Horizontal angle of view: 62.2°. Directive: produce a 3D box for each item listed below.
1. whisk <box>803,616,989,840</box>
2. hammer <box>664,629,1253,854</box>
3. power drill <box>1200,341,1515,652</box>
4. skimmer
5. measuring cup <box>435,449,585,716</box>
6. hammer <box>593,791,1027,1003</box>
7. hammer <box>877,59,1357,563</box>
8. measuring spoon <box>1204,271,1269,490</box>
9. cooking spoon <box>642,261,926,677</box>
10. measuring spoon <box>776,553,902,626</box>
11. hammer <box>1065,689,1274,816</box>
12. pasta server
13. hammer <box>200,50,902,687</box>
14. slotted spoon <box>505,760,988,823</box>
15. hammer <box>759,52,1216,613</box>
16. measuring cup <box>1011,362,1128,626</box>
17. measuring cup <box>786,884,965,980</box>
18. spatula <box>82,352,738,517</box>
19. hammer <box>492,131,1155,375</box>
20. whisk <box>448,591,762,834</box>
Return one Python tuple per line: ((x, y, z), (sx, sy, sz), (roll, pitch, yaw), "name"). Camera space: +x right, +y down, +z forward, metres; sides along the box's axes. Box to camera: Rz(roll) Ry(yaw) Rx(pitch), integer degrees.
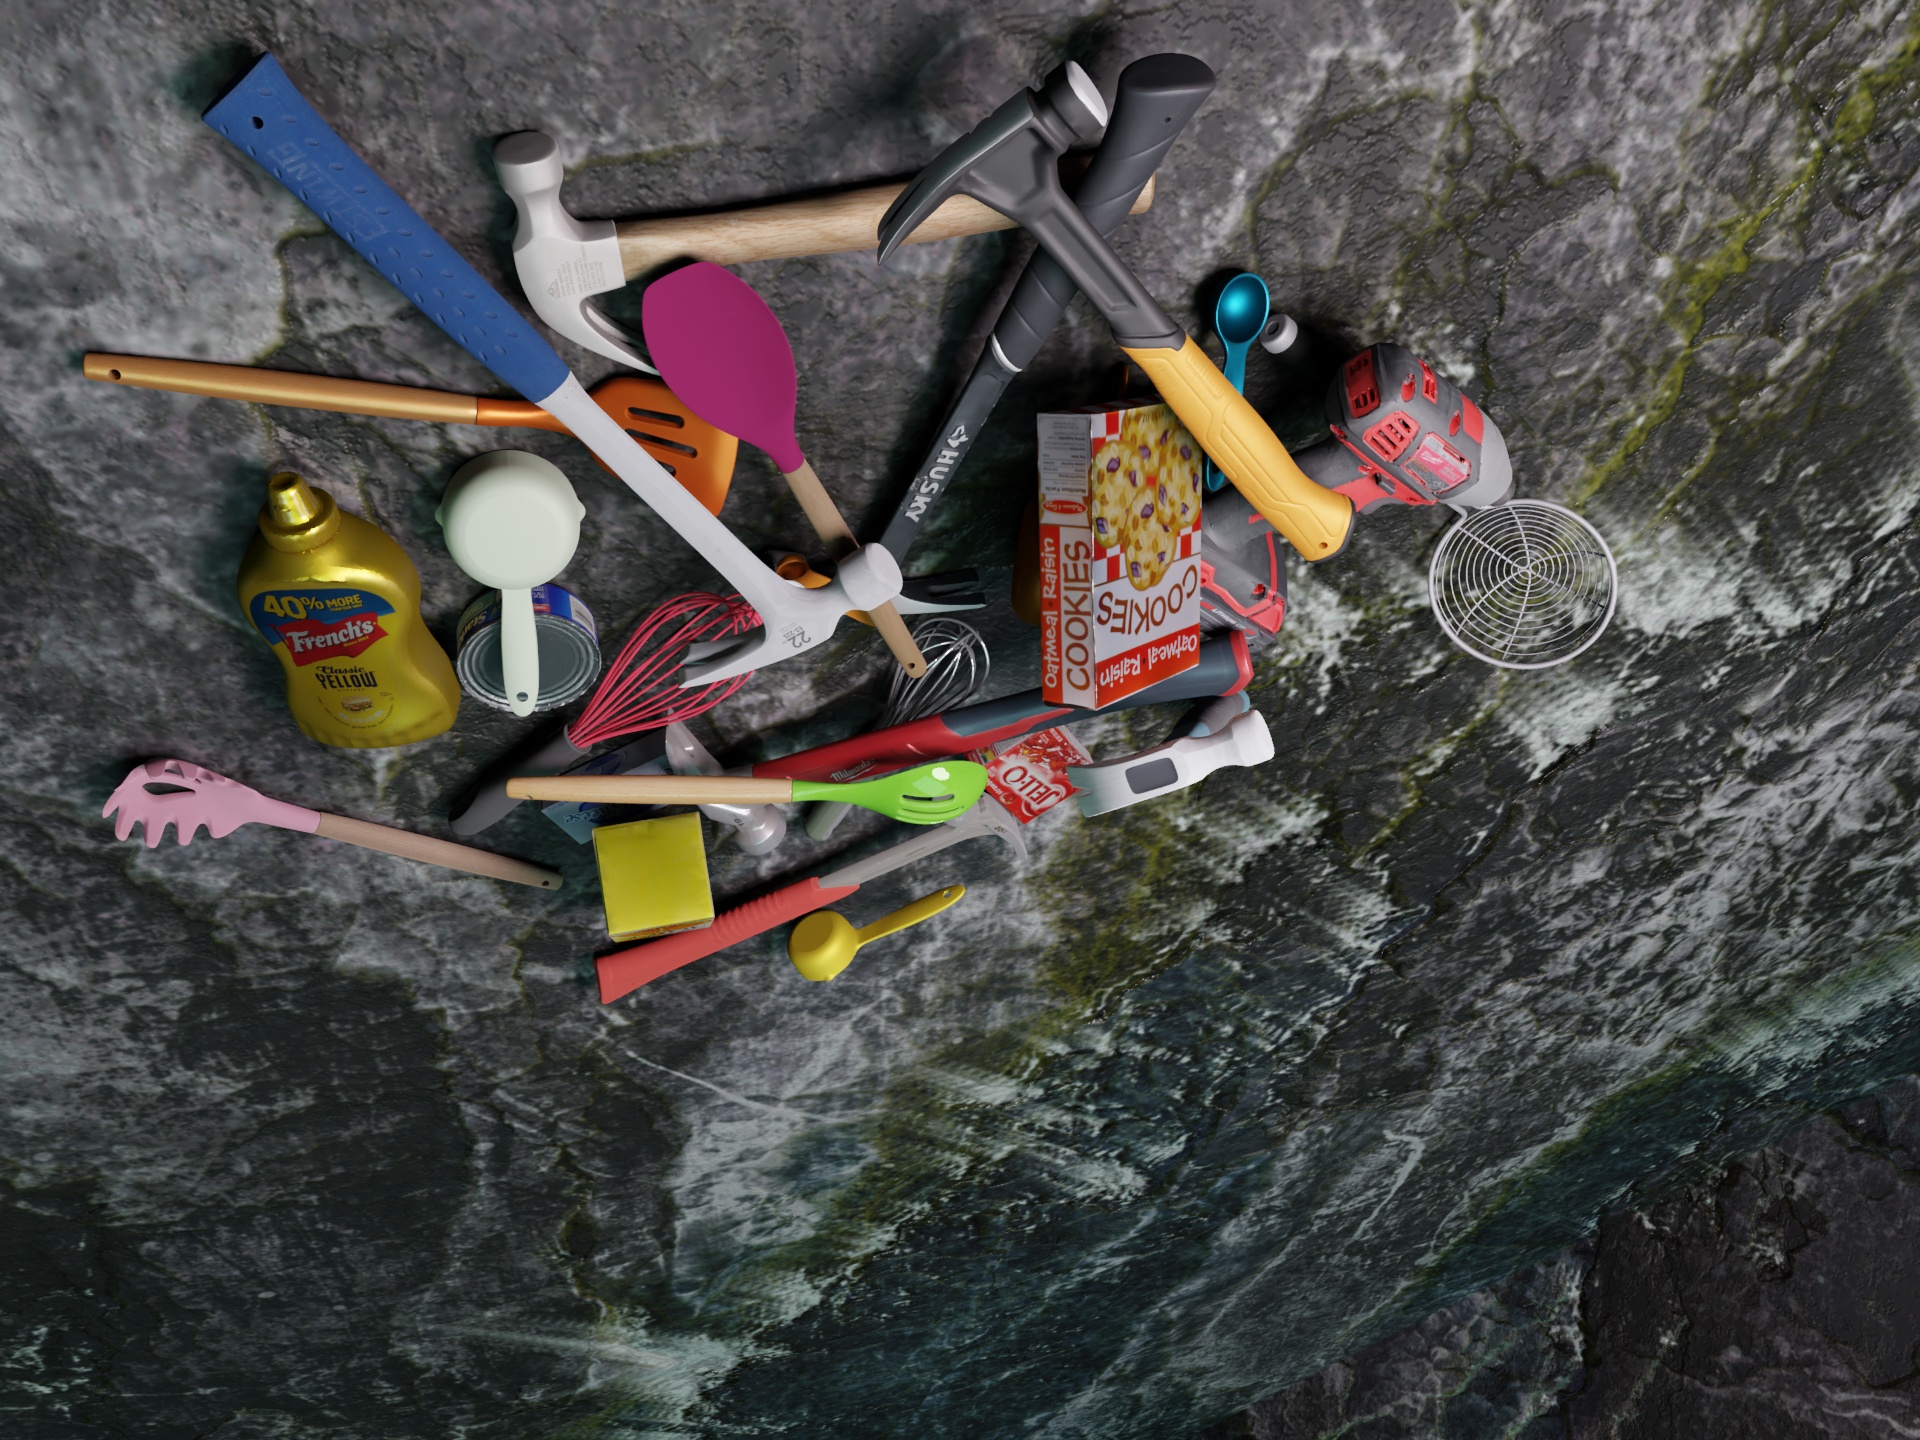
((-0.052, 0.013, 1.128), (0.059, 0.058, 0.246), (40, 130, 1), "whisk")
((-0.002, -0.003, 1.051), (0.386, 0.038, 0.143), (-15, 140, 14), "hammer")
((0.226, -0.133, 0.986), (0.143, 0.079, 0.219), (25, 140, -33), "power drill")
((0.309, -0.144, 1.043), (0.127, 0.090, 0.363), (-28, 141, 33), "skimmer")
((-0.255, -0.070, 0.914), (0.083, 0.038, 0.167), (-4, 118, -16), "measuring cup")
((-0.127, 0.143, 1.248), (0.359, 0.037, 0.149), (-24, 156, 12), "hammer")
((0.105, -0.183, 0.837), (0.127, 0.034, 0.336), (-30, 132, 27), "hammer")
((0.154, -0.200, 0.940), (0.042, 0.021, 0.128), (-10, 117, -34), "measuring spoon")
((-0.085, -0.127, 0.902), (0.069, 0.017, 0.318), (-21, 136, 10), "cooking spoon")
((-0.073, -0.079, 0.979), (0.021, 0.011, 0.116), (-29, 150, 25), "measuring spoon")
((0.155, 0.009, 1.056), (0.128, 0.033, 0.331), (-20, -179, 17), "hammer")
((-0.409, 0.081, 1.076), (0.316, 0.040, 0.060), (21, 116, -39), "pasta server")
((-0.206, -0.159, 0.813), (0.144, 0.035, 0.405), (-29, 130, 21), "hammer")
((-0.137, 0.047, 1.042), (0.313, 0.031, 0.070), (1, 148, -7), "slotted spoon")
((0.022, -0.190, 0.890), (0.149, 0.036, 0.408), (5, 143, -29), "hammer")
((0.067, -0.138, 0.983), (0.052, 0.095, 0.173), (7, 116, -3), "measuring cup")
((-0.071, 0.160, 1.281), (0.156, 0.062, 0.029), (-25, 129, 12), "measuring cup")
((-0.280, -0.162, 0.836), (0.322, 0.041, 0.081), (3, 125, -22), "spatula")
((-0.060, -0.254, 0.819), (0.331, 0.031, 0.130), (-11, 140, -9), "hammer")
((-0.236, 0.001, 1.035), (0.296, 0.073, 0.073), (-32, 139, 25), "whisk")
